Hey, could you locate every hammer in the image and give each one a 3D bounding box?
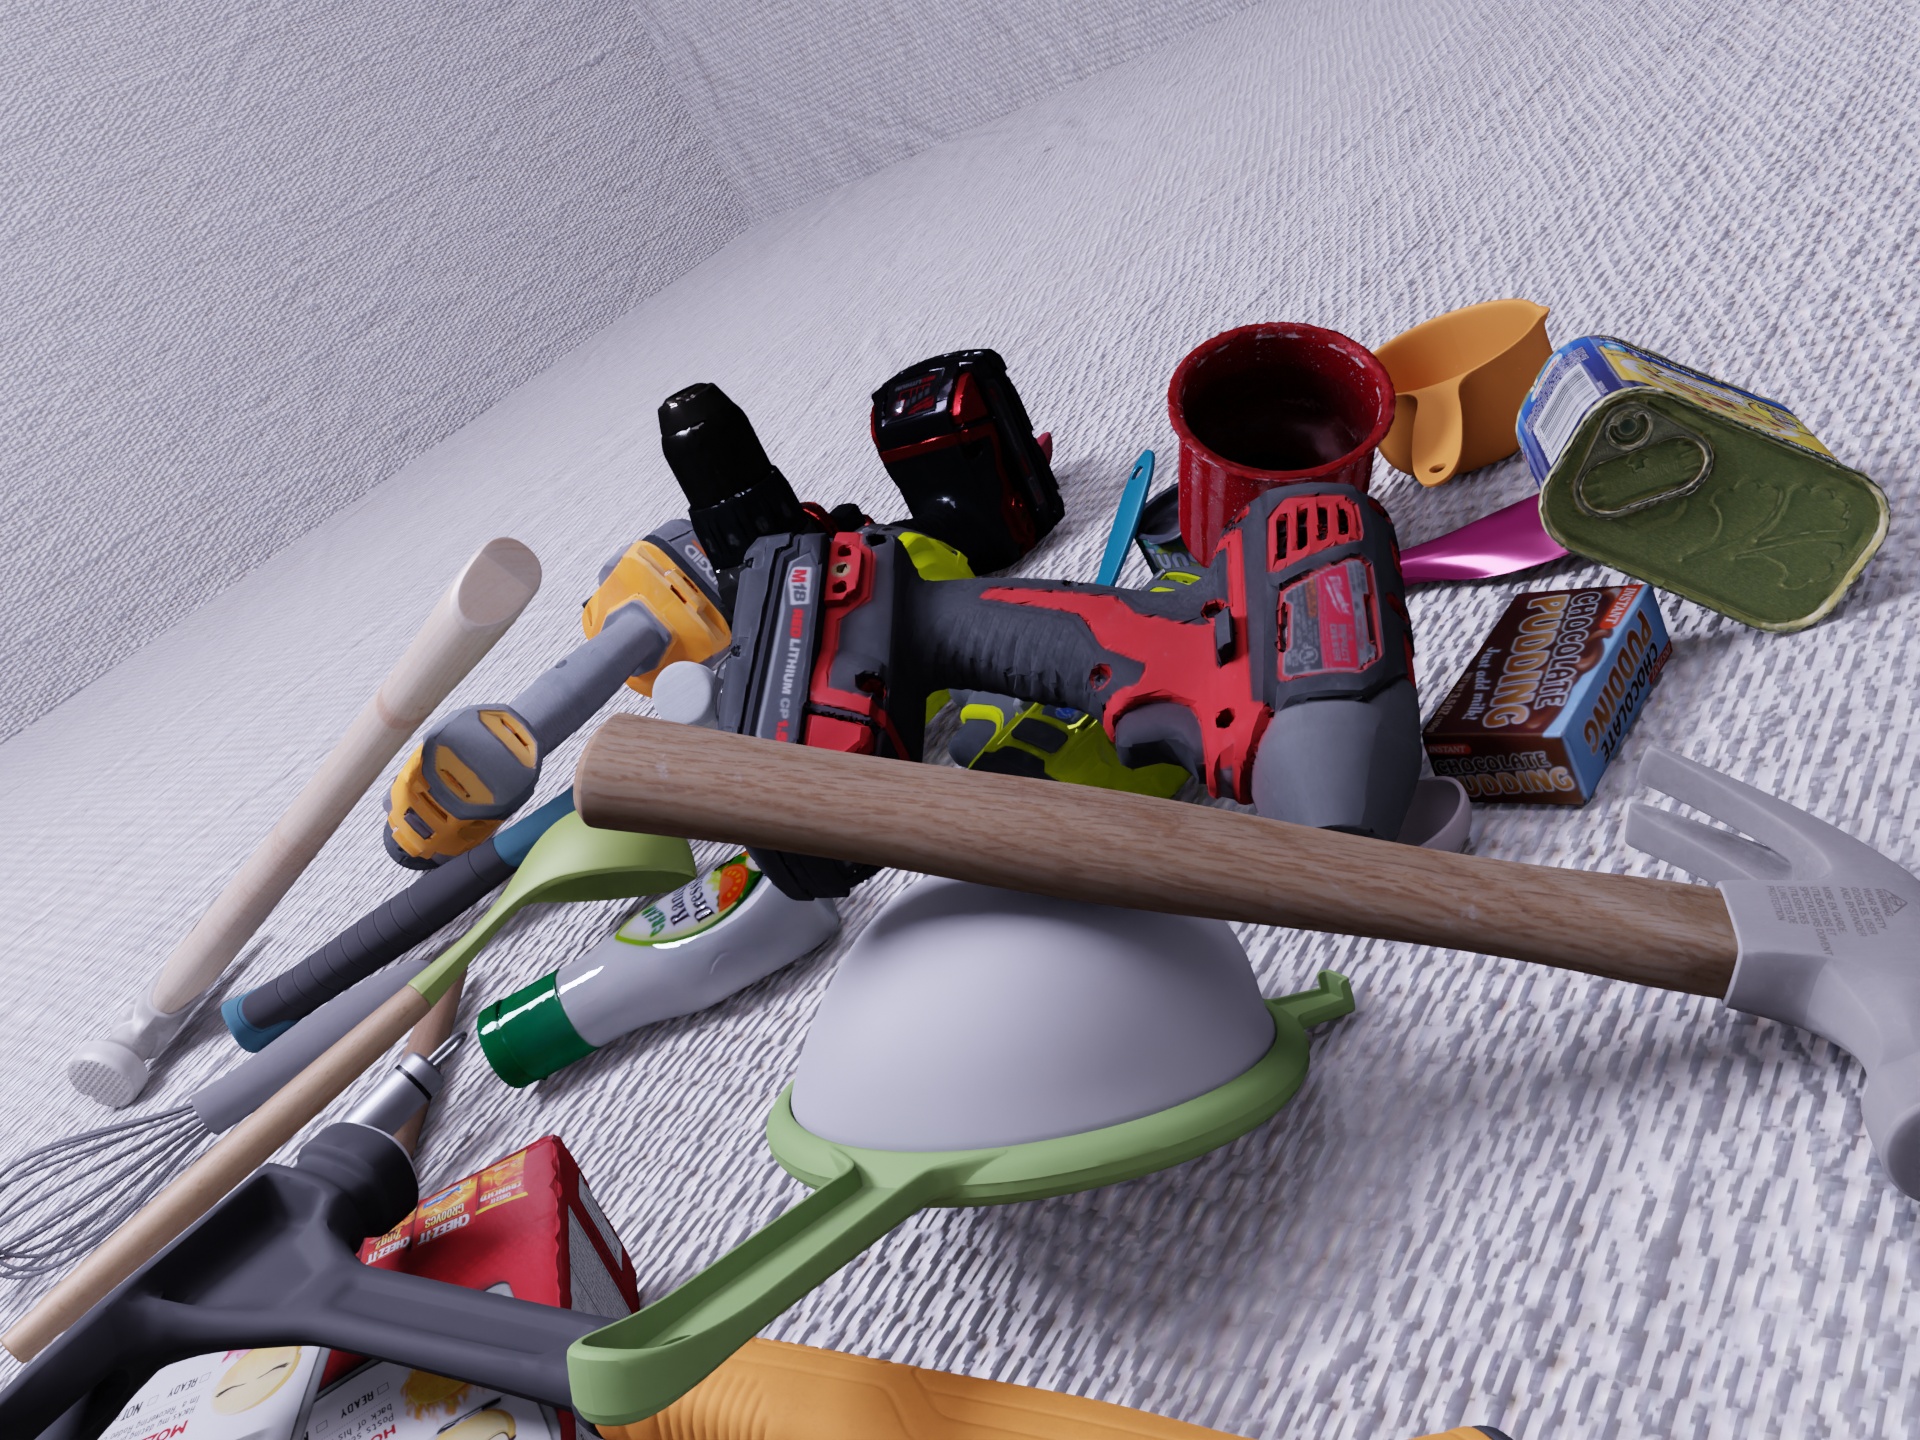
[{"bbox_3d":[0.066,0.034,0.392,0.331,0.031,0.130,8,29,10],"label":"hammer"},{"bbox_3d":[-0.048,0.153,0.343,0.337,0.034,0.127,2,21,22],"label":"hammer"},{"bbox_3d":[-0.327,0.045,0.811,0.410,0.038,0.146,-42,18,29],"label":"hammer"},{"bbox_3d":[-0.236,0.072,0.792,0.331,0.033,0.128,-33,-9,9],"label":"hammer"}]

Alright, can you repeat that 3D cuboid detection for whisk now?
[{"bbox_3d":[-0.354,0.182,0.744,0.239,0.055,0.055,-33,23,-16],"label":"whisk"}]

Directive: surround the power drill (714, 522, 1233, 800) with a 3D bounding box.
[{"bbox_3d":[-0.001,-0.002,0.653,0.171,0.080,0.223,-46,35,-17],"label":"power drill"}]

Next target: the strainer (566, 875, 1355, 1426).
[{"bbox_3d":[-0.009,0.080,0.394,0.151,0.069,0.256,-7,4,29],"label":"strainer"}]

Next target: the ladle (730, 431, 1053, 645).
[{"bbox_3d":[-0.077,-0.093,0.998,0.315,0.031,0.069,-27,14,12],"label":"ladle"}]

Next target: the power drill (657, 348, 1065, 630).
[{"bbox_3d":[-0.051,-0.117,0.825,0.080,0.187,0.227,-8,28,39],"label":"power drill"}]

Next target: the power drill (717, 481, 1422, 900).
[{"bbox_3d":[0.038,-0.003,0.523,0.219,0.078,0.143,-4,56,10],"label":"power drill"}]

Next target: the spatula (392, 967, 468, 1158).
[{"bbox_3d":[-0.228,0.185,0.627,0.060,0.018,0.316,-24,25,5],"label":"spatula"}]

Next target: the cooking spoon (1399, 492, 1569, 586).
[{"bbox_3d":[0.147,-0.050,0.666,0.319,0.017,0.069,-20,19,23],"label":"cooking spoon"}]

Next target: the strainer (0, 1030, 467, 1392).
[{"bbox_3d":[-0.277,0.210,0.582,0.258,0.050,0.086,-47,-16,-27],"label":"strainer"}]

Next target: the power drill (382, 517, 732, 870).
[{"bbox_3d":[-0.235,-0.003,0.913,0.226,0.084,0.185,-47,8,-34],"label":"power drill"}]

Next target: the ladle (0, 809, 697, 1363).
[{"bbox_3d":[-0.236,0.141,0.657,0.320,0.062,0.078,-44,7,-31],"label":"ladle"}]

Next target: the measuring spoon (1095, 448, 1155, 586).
[{"bbox_3d":[0.065,-0.080,0.753,0.042,0.021,0.129,-19,46,58],"label":"measuring spoon"}]

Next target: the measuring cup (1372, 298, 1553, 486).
[{"bbox_3d":[0.219,-0.126,0.698,0.095,0.052,0.174,-16,29,28],"label":"measuring cup"}]

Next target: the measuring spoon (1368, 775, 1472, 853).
[{"bbox_3d":[0.137,0.026,0.541,0.034,0.018,0.124,-42,18,-1],"label":"measuring spoon"}]
